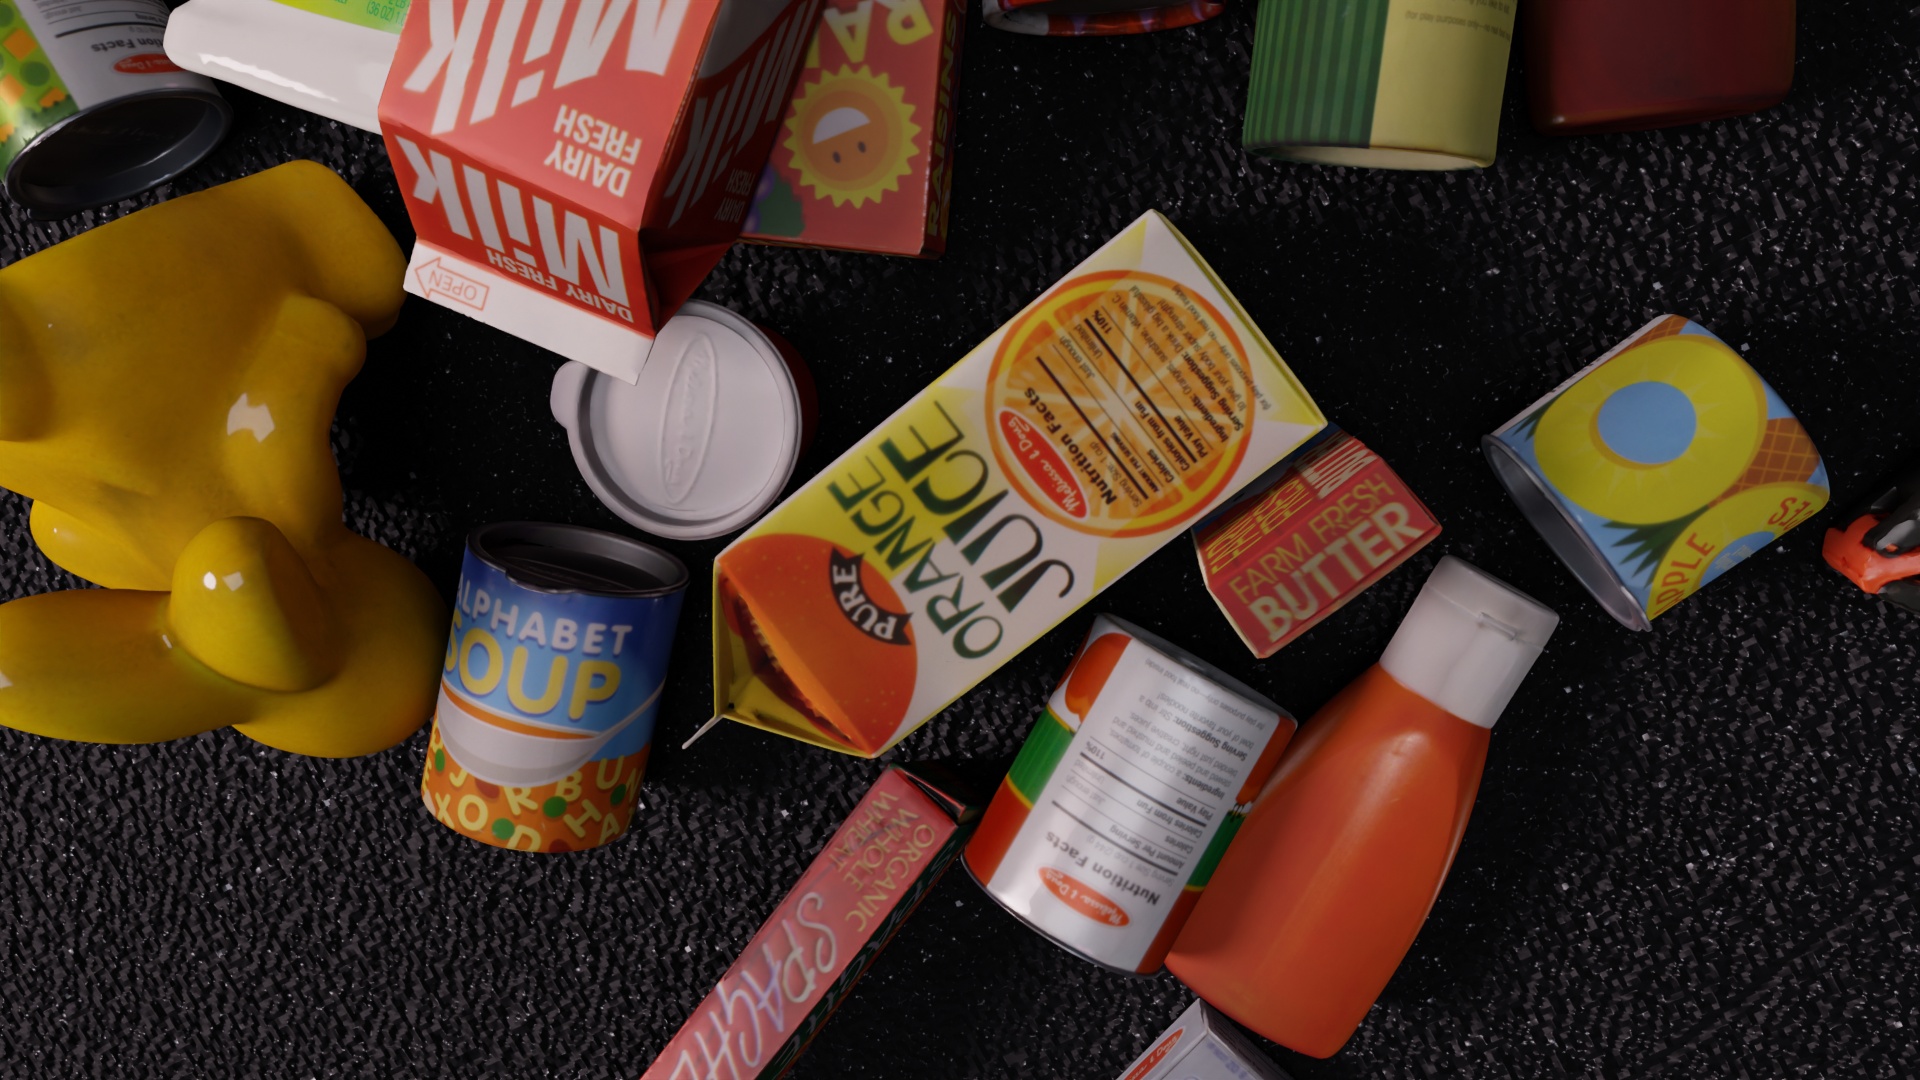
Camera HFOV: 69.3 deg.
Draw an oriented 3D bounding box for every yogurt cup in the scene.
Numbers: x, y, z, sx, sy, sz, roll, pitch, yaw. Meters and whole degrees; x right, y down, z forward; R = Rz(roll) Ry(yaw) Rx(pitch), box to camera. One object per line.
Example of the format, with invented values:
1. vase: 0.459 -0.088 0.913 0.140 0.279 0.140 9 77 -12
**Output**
1. yogurt cup: -0.074 -0.038 0.412 0.072 0.054 0.072 1 100 7

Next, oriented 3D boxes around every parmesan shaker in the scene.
1. parmesan shaker: 0.109 -0.152 0.361 0.071 0.071 0.103 7 101 7

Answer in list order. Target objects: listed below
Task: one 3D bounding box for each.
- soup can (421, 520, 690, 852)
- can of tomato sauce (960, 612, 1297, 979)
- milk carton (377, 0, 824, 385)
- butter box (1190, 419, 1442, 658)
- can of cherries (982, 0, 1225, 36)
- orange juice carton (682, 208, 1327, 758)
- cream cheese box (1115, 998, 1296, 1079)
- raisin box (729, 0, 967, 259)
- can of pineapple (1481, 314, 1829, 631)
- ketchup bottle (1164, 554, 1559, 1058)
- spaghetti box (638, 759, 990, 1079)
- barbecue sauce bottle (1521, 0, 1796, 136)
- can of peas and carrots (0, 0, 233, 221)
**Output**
1. soup can: -0.125 0.044 0.423 0.071 0.071 0.083 16 101 5
2. can of tomato sauce: 0.049 0.072 0.404 0.071 0.071 0.083 29 93 2
3. milk carton: -0.080 -0.139 0.346 0.072 0.073 0.190 23 102 5
4. butter box: 0.090 -0.004 0.370 0.053 0.104 0.024 -38 94 11
5. can of cherries: 0.040 -0.169 0.368 0.071 0.071 0.058 0 100 8
6. orange juice carton: 0.001 -0.005 0.398 0.192 0.072 0.073 -38 93 11
7. cream cheese box: 0.099 0.201 0.443 0.104 0.024 0.053 41 102 0
8. raisin box: -0.043 -0.146 0.398 0.086 0.040 0.123 7 99 6
9. can of pineapple: 0.186 -0.017 0.374 0.058 0.071 0.071 -37 93 12
10. ketchup bottle: 0.120 0.076 0.410 0.065 0.043 0.148 29 102 5
11. spaghetti box: -0.080 0.170 0.424 0.029 0.050 0.250 38 90 14
12. barbecue sauce bottle: 0.179 -0.184 0.360 0.065 0.044 0.148 -4 98 8
13. can of peas and carrots: -0.267 -0.139 0.415 0.071 0.071 0.058 -30 94 11
